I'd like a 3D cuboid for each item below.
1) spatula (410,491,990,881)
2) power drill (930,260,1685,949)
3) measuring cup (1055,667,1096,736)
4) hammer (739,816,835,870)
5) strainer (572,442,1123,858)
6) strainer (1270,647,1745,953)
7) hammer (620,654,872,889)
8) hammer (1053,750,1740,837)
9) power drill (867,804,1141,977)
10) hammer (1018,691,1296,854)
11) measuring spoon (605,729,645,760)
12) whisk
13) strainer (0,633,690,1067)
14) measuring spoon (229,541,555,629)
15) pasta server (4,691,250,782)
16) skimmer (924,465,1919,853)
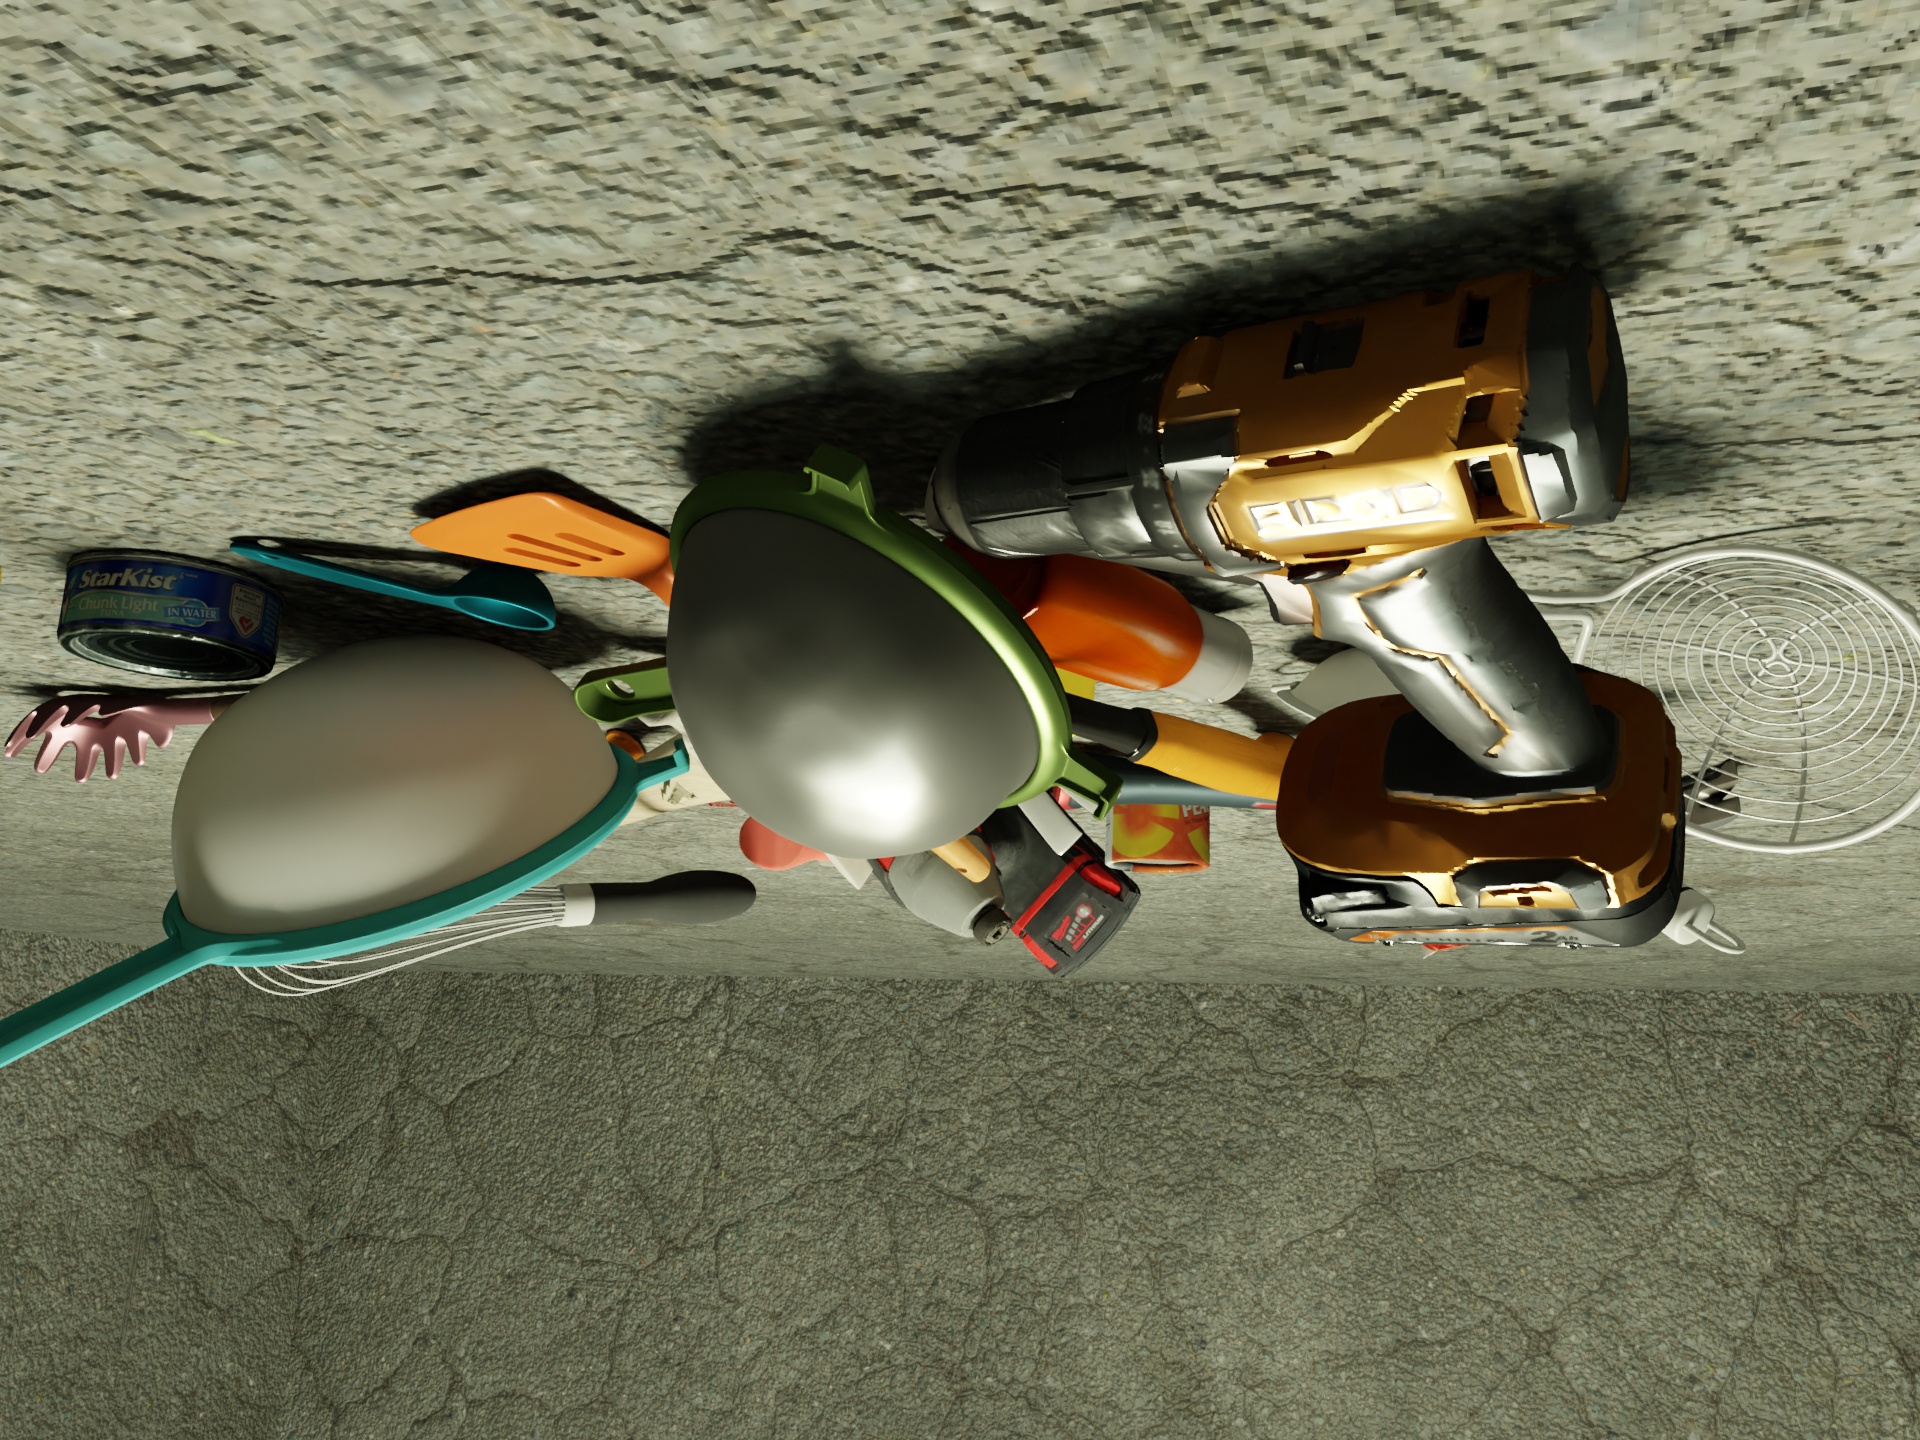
[{"bbox_3d":[-0.081,-0.005,0.669,0.081,0.041,0.322,-8,143,37],"label":"spatula"},{"bbox_3d":[0.110,-0.022,0.470,0.185,0.084,0.226,-4,140,31],"label":"power drill"},{"bbox_3d":[-0.001,-0.003,0.801,0.156,0.029,0.062,-8,163,39],"label":"measuring cup"},{"bbox_3d":[-0.063,0.084,1.071,0.149,0.037,0.359,1,175,9],"label":"hammer"},{"bbox_3d":[-0.079,0.000,0.545,0.256,0.069,0.151,-6,133,49],"label":"strainer"},{"bbox_3d":[0.214,0.021,0.647,0.086,0.050,0.259,6,-157,-31],"label":"strainer"},{"bbox_3d":[-0.183,0.048,0.929,0.146,0.038,0.411,42,156,-17],"label":"hammer"},{"bbox_3d":[0.247,0.042,0.930,0.386,0.038,0.143,4,165,-7],"label":"hammer"},{"bbox_3d":[0.017,0.089,0.964,0.143,0.078,0.219,46,-169,30],"label":"power drill"},{"bbox_3d":[0.098,0.014,0.733,0.034,0.127,0.336,-49,150,18],"label":"hammer"},{"bbox_3d":[-0.203,0.021,0.987,0.021,0.011,0.117,7,163,0],"label":"measuring spoon"},{"bbox_3d":[-0.232,0.097,0.824,0.284,0.070,0.070,1,170,-38],"label":"whisk"},{"bbox_3d":[-0.292,0.040,0.656,0.211,0.095,0.340,3,-157,37],"label":"strainer"},{"bbox_3d":[-0.224,-0.062,0.634,0.128,0.021,0.042,13,168,-6],"label":"measuring spoon"},{"bbox_3d":[-0.381,0.000,0.861,0.316,0.040,0.060,-3,155,18],"label":"pasta server"},{"bbox_3d":[0.166,-0.026,0.545,0.363,0.090,0.127,8,138,-17],"label":"skimmer"}]
